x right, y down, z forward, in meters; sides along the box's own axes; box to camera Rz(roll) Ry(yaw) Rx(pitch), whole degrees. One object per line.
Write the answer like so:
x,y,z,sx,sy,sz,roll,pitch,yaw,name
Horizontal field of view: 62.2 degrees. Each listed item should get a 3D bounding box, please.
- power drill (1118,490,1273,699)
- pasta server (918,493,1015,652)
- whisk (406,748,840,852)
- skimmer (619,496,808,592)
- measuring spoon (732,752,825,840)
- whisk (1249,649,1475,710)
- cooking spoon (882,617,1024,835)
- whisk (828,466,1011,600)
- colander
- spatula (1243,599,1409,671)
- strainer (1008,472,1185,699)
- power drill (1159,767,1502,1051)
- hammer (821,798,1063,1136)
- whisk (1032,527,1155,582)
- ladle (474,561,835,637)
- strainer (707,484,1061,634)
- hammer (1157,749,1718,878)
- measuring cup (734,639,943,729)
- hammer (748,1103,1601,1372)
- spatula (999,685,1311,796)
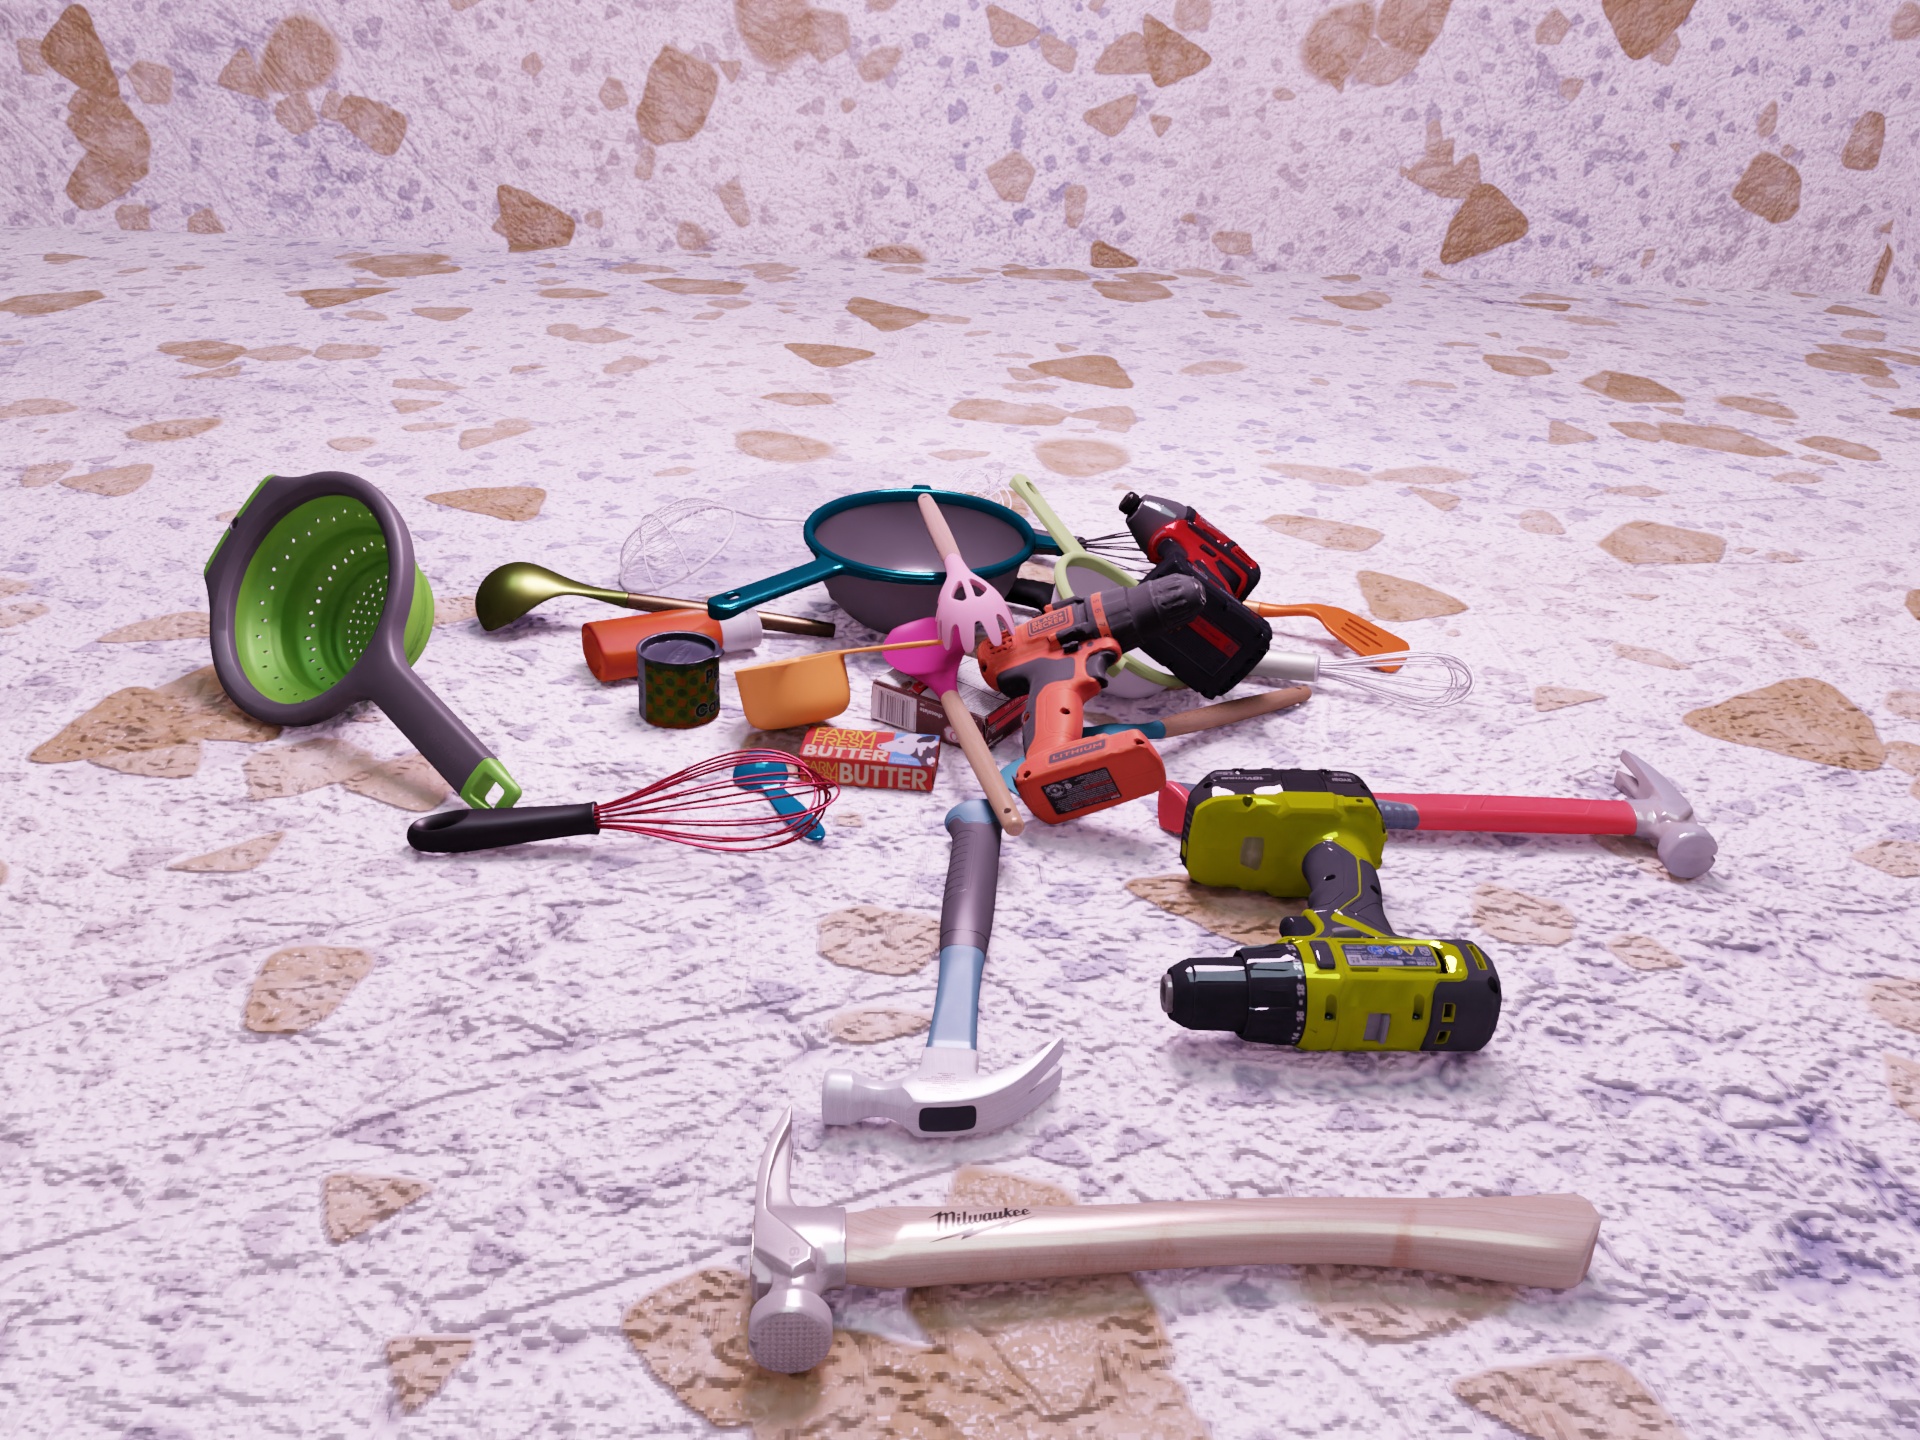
0.194,-0.121,1.360,0.143,0.078,0.220,36,26,-12,power drill
-0.009,-0.134,1.333,0.060,0.040,0.316,-13,25,-4,pasta server
-0.229,0.065,1.088,0.296,0.073,0.073,-6,27,-2,whisk
-0.163,-0.173,1.601,0.363,0.090,0.127,-2,19,-33,skimmer
-0.129,0.051,1.157,0.042,0.021,0.129,-12,29,-27,measuring spoon
0.316,-0.045,1.373,0.246,0.057,0.059,7,56,17,whisk
-0.002,-0.004,1.204,0.068,0.017,0.319,-18,32,-6,cooking spoon
-0.041,-0.186,1.596,0.070,0.070,0.284,19,39,30,whisk
-0.437,-0.043,1.235,0.397,0.204,0.094,39,7,28,colander
0.259,-0.099,1.503,0.323,0.041,0.081,10,26,24,spatula
0.097,-0.106,1.369,0.151,0.069,0.257,5,44,-49,strainer
0.208,0.120,0.994,0.190,0.080,0.229,1,29,-4,power drill
0.001,0.138,0.982,0.128,0.033,0.331,3,26,3,hammer
0.121,-0.173,1.600,0.239,0.055,0.055,13,27,39,whisk
-0.273,-0.093,1.428,0.320,0.062,0.078,8,28,-5,ladle
-0.084,-0.113,1.416,0.211,0.095,0.340,28,38,37,strainer
0.337,0.060,1.170,0.386,0.038,0.143,2,25,-2,hammer
-0.089,-0.029,1.247,0.173,0.052,0.095,-8,5,5,measuring cup
0.105,0.244,0.777,0.410,0.038,0.146,1,25,-5,hammer
0.173,0.012,1.270,0.317,0.044,0.082,-13,29,-37,spatula
